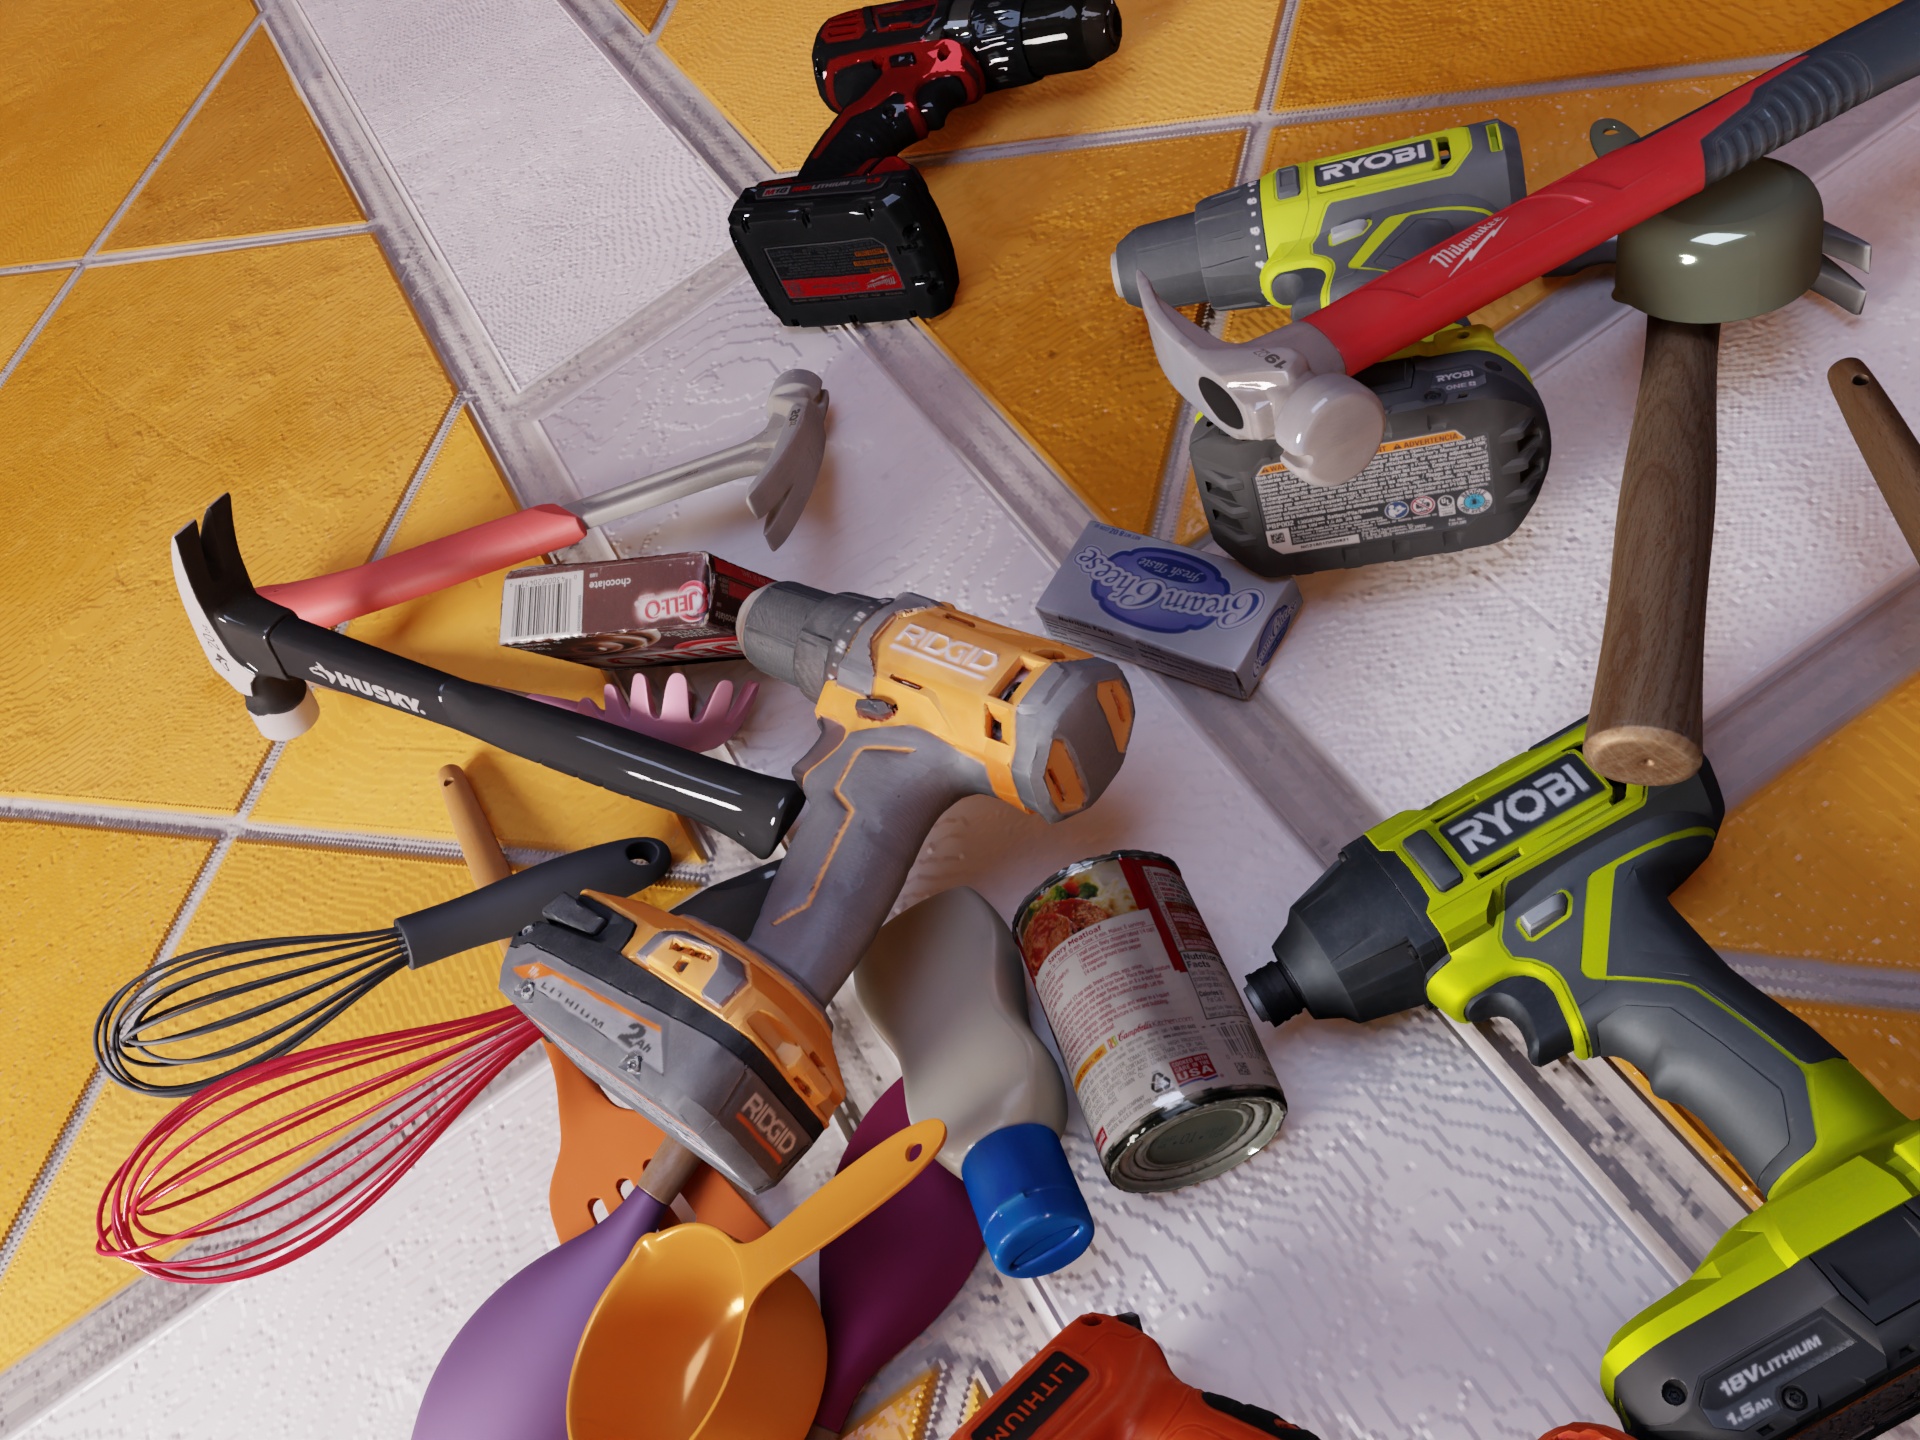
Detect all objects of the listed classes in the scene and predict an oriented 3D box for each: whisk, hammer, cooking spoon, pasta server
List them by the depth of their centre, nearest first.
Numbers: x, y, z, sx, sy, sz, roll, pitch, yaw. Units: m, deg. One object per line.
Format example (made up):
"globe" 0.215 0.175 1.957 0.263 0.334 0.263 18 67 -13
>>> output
"cooking spoon" -0.058 0.267 0.543 0.069 0.017 0.319 8 61 28
"hammer" 0.274 -0.105 0.605 0.130 0.031 0.331 4 48 24
"hammer" 0.258 -0.217 0.618 0.386 0.038 0.143 -29 41 -6
"whisk" -0.182 0.126 0.620 0.296 0.073 0.073 -27 47 -27
"whisk" -0.228 0.095 0.660 0.239 0.055 0.055 -19 45 -30
"hammer" -0.220 -0.007 0.730 0.335 0.146 0.035 17 51 19
"pasta server" -0.234 -0.017 0.800 0.316 0.060 0.040 8 92 31
"hammer" -0.239 -0.090 0.834 0.359 0.036 0.149 -15 33 17

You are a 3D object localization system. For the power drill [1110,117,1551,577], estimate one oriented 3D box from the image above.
"power drill" 0.158 -0.171 0.700 0.190 0.080 0.229 -8 46 17

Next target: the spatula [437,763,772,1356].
"spatula" -0.178 0.123 0.692 0.081 0.041 0.323 -35 47 -4

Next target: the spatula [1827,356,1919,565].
"spatula" 0.337 0.005 0.502 0.082 0.044 0.318 -13 54 13

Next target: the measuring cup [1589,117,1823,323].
"measuring cup" 0.298 -0.227 0.665 0.083 0.038 0.168 -14 45 8

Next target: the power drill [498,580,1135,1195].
"power drill" -0.067 0.039 0.602 0.185 0.084 0.226 22 62 37

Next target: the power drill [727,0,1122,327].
"power drill" -0.017 -0.331 0.898 0.188 0.080 0.227 2 56 24

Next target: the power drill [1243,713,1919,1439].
"power drill" 0.206 0.112 0.500 0.171 0.080 0.223 -30 47 1

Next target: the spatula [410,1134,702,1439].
"spatula" -0.104 0.157 0.608 0.060 0.018 0.316 30 76 16

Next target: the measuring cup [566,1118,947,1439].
"measuring cup" -0.056 0.199 0.543 0.173 0.052 0.095 -40 35 10
